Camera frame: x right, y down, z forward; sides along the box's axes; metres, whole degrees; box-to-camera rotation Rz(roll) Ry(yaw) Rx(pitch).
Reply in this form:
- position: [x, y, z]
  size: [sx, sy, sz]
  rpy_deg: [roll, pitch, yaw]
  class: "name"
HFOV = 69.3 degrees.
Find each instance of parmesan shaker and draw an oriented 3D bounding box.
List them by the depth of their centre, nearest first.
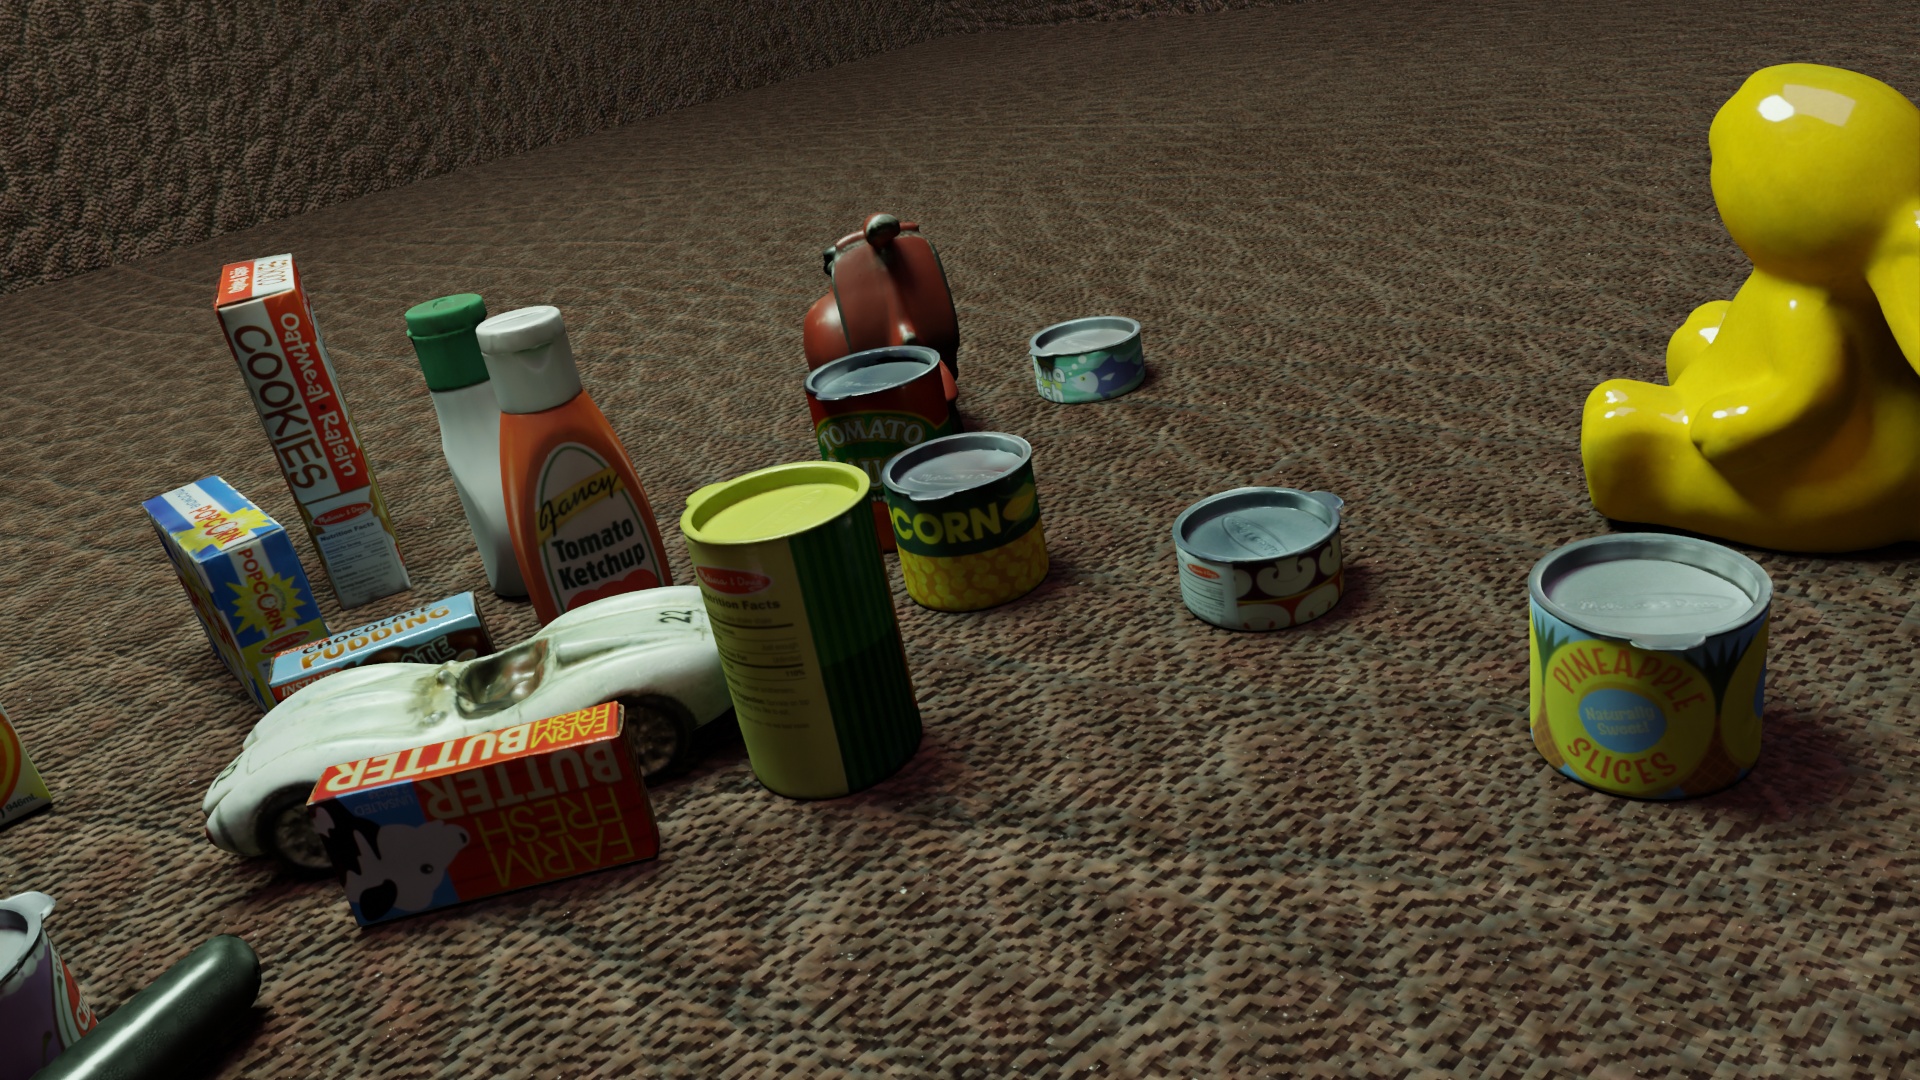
- position: [-0.057, 0.031, 0.500]
  size: [0.071, 0.102, 0.071]
  rpy_deg: [-9, 24, 4]
  class: "parmesan shaker"

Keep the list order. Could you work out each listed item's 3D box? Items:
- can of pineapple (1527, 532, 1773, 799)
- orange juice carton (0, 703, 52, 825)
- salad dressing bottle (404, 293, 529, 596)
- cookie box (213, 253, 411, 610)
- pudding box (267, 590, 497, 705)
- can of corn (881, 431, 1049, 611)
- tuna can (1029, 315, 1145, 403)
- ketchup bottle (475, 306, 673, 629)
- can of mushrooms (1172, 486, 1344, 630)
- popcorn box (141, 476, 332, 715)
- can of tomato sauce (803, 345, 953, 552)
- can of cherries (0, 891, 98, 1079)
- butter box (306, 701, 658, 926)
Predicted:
- position: [0.209, 0.038, 0.426]
  size: [0.071, 0.057, 0.071]
  rpy_deg: [-9, 24, 4]
  class: "can of pineapple"
- position: [-0.447, 0.034, 0.551]
  size: [0.072, 0.191, 0.073]
  rpy_deg: [-30, 30, -35]
  class: "orange juice carton"
- position: [-0.232, -0.046, 0.686]
  size: [0.044, 0.147, 0.064]
  rpy_deg: [-19, 25, -17]
  class: "salad dressing bottle"
- position: [-0.347, -0.062, 0.744]
  size: [0.040, 0.166, 0.123]
  rpy_deg: [-20, 26, -19]
  class: "cookie box"
- position: [-0.236, 0.059, 0.579]
  size: [0.084, 0.049, 0.030]
  rpy_deg: [-19, 25, -17]
  class: "pudding box"
- position: [0.002, -0.008, 0.612]
  size: [0.071, 0.058, 0.071]
  rpy_deg: [-9, 24, 4]
  class: "can of corn"
- position: [0.074, -0.107, 0.825]
  size: [0.071, 0.032, 0.071]
  rpy_deg: [-9, 25, 4]
  class: "tuna can"
- position: [-0.178, -0.030, 0.626]
  size: [0.065, 0.148, 0.043]
  rpy_deg: [-22, 26, -23]
  class: "ketchup bottle"
- position: [0.123, 0.006, 0.561]
  size: [0.071, 0.033, 0.071]
  rpy_deg: [-9, 25, 4]
  class: "can of mushrooms"
- position: [-0.337, 0.024, 0.653]
  size: [0.038, 0.085, 0.127]
  rpy_deg: [-27, 29, -32]
  class: "popcorn box"
- position: [-0.036, -0.044, 0.676]
  size: [0.071, 0.082, 0.071]
  rpy_deg: [-9, 24, 4]
  class: "can of tomato sauce"
- position: [-0.287, 0.147, 0.402]
  size: [0.071, 0.058, 0.072]
  rpy_deg: [-9, 24, 4]
  class: "can of cherries"
- position: [-0.159, 0.092, 0.471]
  size: [0.103, 0.053, 0.024]
  rpy_deg: [-13, 24, -4]
  class: "butter box"
